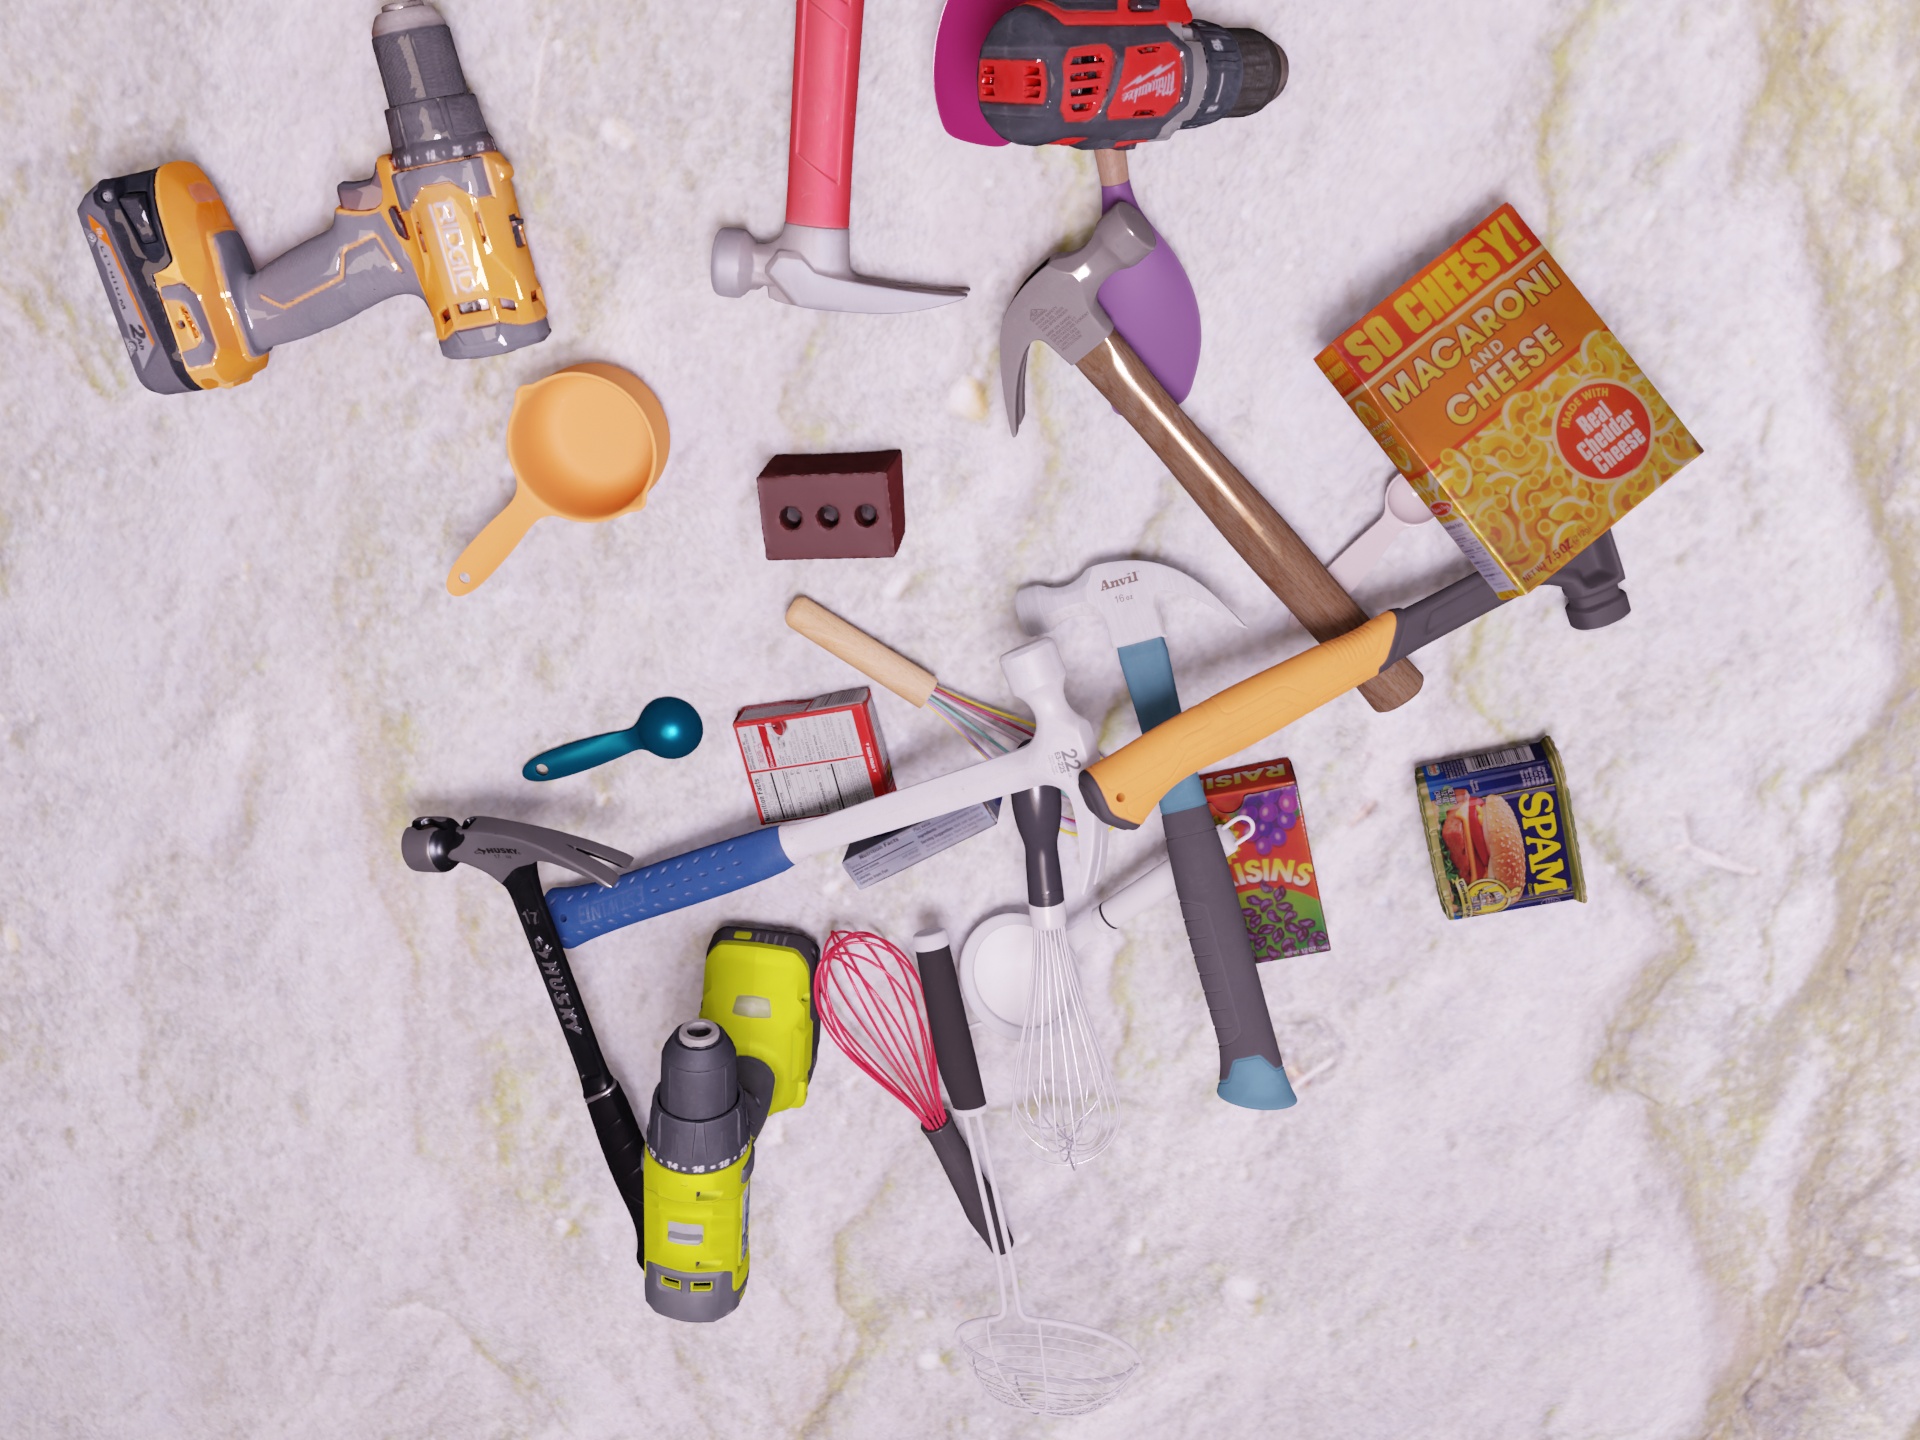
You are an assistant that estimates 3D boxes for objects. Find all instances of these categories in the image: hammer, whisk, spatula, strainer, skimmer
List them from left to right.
[{"bbox_3d":[-0.245,0.237,1.083,0.149,0.036,0.408,0,122,20],"label":"hammer"},{"bbox_3d":[-0.095,0.079,0.979,0.405,0.035,0.144,-19,95,27],"label":"hammer"},{"bbox_3d":[-0.050,-0.407,0.813,0.143,0.038,0.386,7,114,2],"label":"hammer"},{"bbox_3d":[-0.024,0.260,1.089,0.073,0.073,0.295,-19,115,13],"label":"whisk"},{"bbox_3d":[-0.003,-0.001,0.981,0.245,0.051,0.047,32,118,-5],"label":"whisk"},{"bbox_3d":[0.030,0.304,1.063,0.127,0.090,0.363,-9,98,25],"label":"skimmer"},{"bbox_3d":[0.058,0.147,0.976,0.070,0.070,0.284,-4,105,7],"label":"whisk"},{"bbox_3d":[0.088,0.130,1.008,0.258,0.050,0.087,-39,81,31],"label":"strainer"},{"bbox_3d":[0.079,-0.307,0.830,0.060,0.018,0.315,-11,122,8],"label":"spatula"},{"bbox_3d":[0.133,0.066,0.930,0.128,0.033,0.331,-15,86,15],"label":"hammer"},{"bbox_3d":[0.148,-0.126,0.903,0.130,0.031,0.331,-34,108,33],"label":"hammer"},{"bbox_3d":[0.213,-0.040,0.882,0.337,0.034,0.127,-28,109,-7],"label":"hammer"}]

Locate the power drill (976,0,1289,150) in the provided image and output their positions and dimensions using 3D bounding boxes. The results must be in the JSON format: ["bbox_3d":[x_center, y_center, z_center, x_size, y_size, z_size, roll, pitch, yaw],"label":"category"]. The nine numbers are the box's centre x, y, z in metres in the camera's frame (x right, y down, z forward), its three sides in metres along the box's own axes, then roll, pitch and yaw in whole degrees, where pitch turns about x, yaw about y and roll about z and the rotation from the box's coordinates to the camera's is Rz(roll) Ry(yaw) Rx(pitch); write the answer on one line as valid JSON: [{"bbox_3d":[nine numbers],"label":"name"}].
[{"bbox_3d":[0.091,-0.387,0.744,0.080,0.188,0.226,24,124,44],"label":"power drill"}]

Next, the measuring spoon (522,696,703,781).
[{"bbox_3d":[-0.227,0.020,1.023,0.128,0.021,0.042,-17,110,11],"label":"measuring spoon"}]

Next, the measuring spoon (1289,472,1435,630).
[{"bbox_3d":[0.235,-0.100,0.932,0.034,0.018,0.124,36,119,-8],"label":"measuring spoon"}]

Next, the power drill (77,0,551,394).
[{"bbox_3d":[-0.356,-0.281,0.878,0.226,0.084,0.185,-9,112,5],"label":"power drill"}]

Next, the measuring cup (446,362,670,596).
[{"bbox_3d":[-0.243,-0.138,0.942,0.095,0.052,0.173,44,112,-13],"label":"measuring cup"}]

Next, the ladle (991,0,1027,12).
[{"bbox_3d":[0.091,-0.489,0.770,0.069,0.031,0.315,32,111,-16],"label":"ladle"}]

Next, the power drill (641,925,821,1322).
[{"bbox_3d":[-0.144,0.225,0.989,0.080,0.229,0.190,6,114,3],"label":"power drill"}]

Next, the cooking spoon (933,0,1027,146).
[{"bbox_3d":[0.043,-0.442,0.765,0.068,0.017,0.318,3,115,-25],"label":"cooking spoon"}]
